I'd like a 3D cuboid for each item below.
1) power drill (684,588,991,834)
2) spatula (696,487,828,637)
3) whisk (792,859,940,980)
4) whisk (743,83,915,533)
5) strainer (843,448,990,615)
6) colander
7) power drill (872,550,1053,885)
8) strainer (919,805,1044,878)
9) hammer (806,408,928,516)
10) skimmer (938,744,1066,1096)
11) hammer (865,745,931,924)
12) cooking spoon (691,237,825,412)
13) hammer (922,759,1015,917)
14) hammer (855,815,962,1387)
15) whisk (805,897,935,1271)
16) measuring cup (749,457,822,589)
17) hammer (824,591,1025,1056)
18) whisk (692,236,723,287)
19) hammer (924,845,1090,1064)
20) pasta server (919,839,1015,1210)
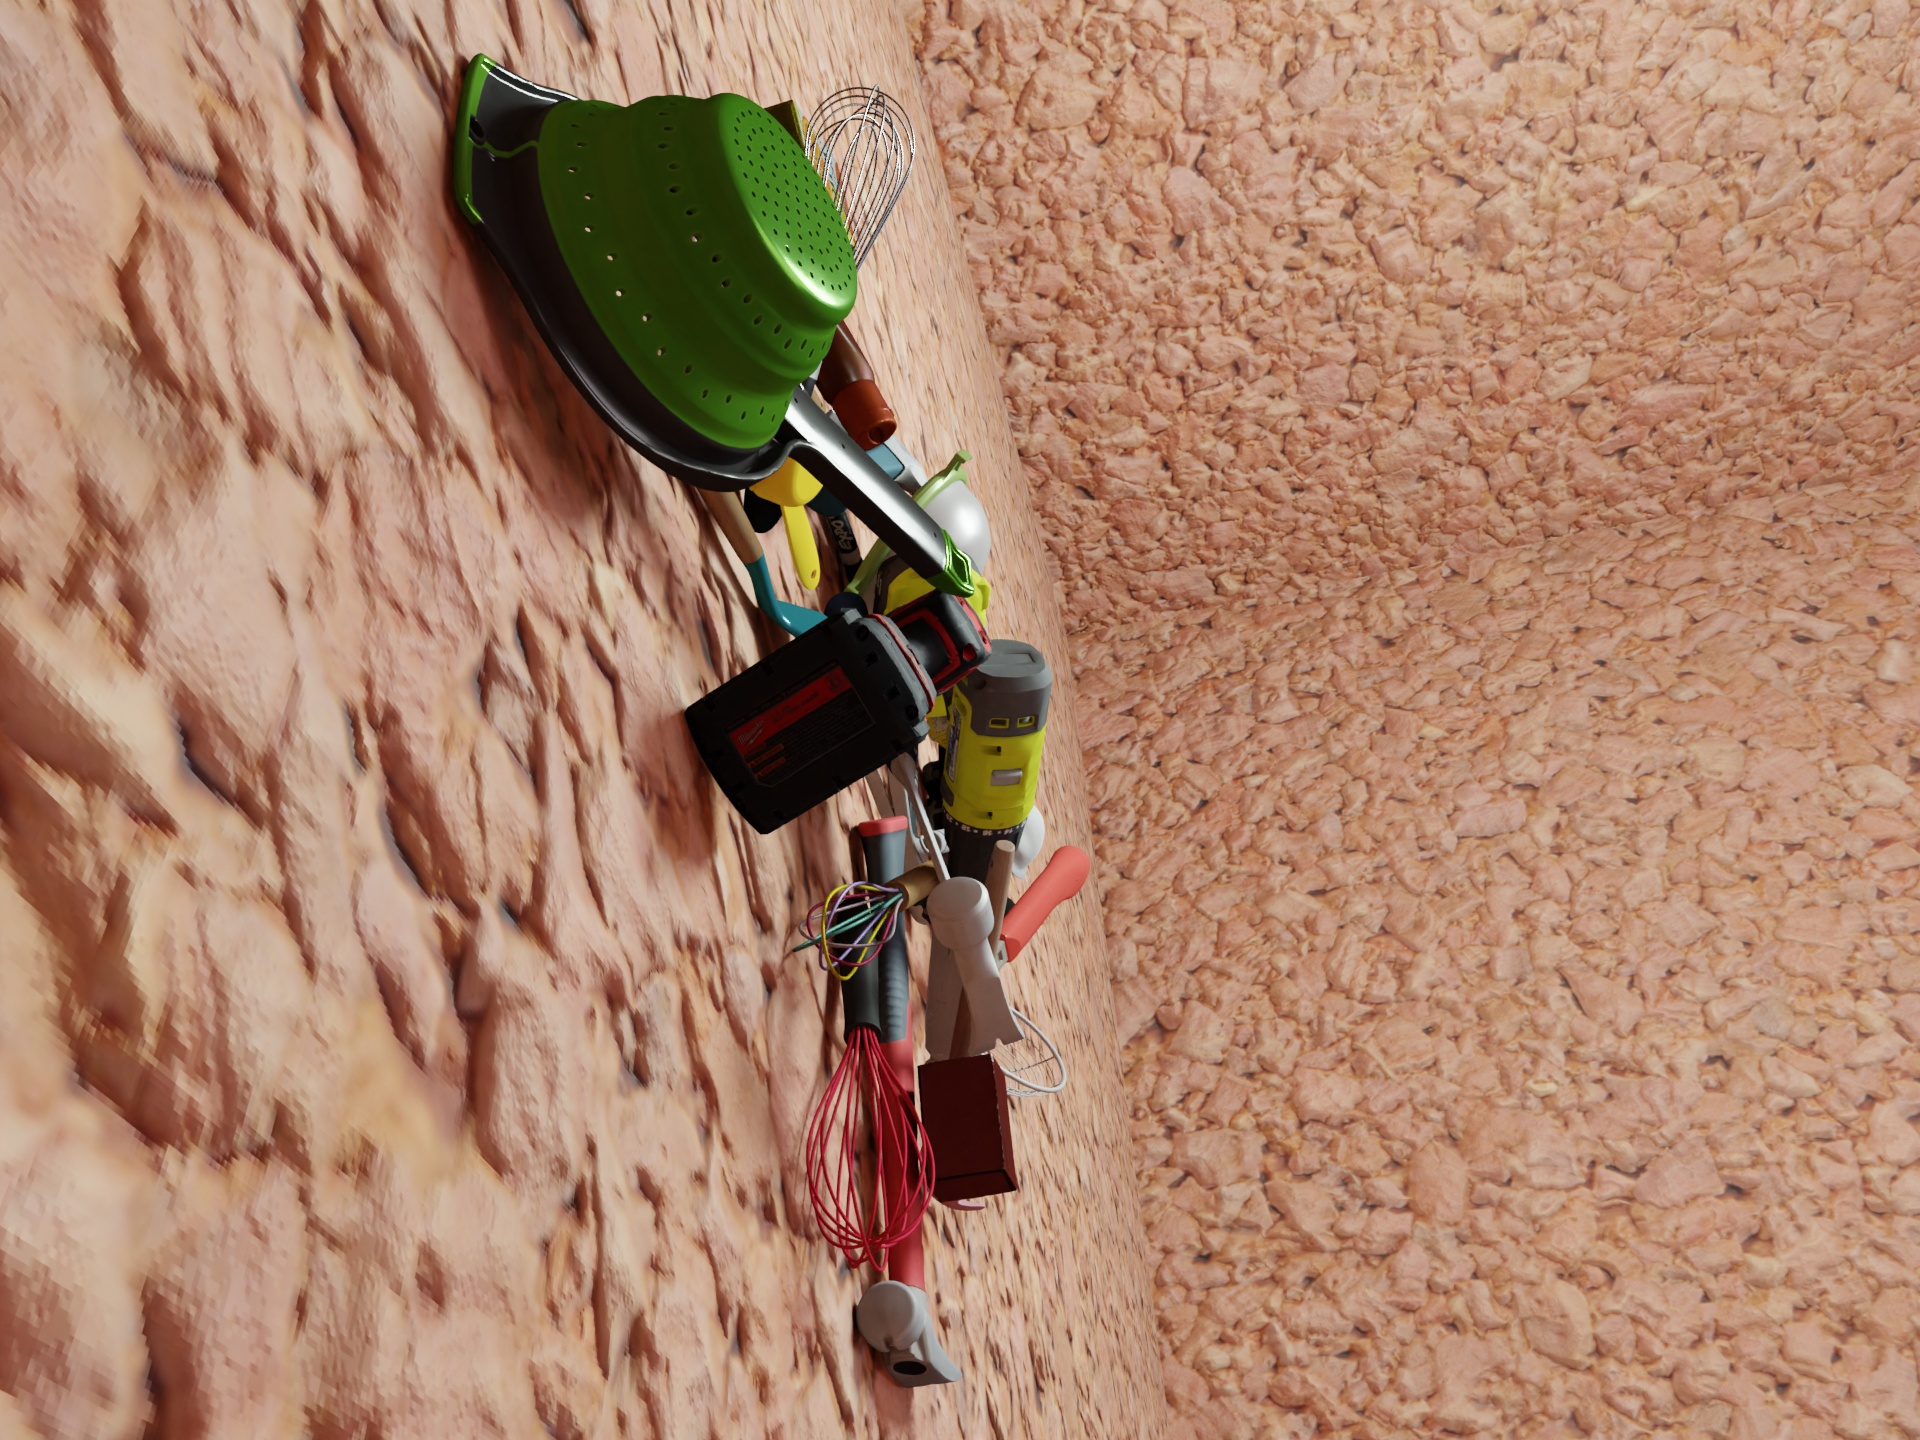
[{"bbox_3d":[-0.066,-0.013,0.901,0.078,0.143,0.220,58,14,-3],"label":"power drill"},{"bbox_3d":[-0.125,-0.122,0.937,0.082,0.044,0.317,46,-11,37],"label":"spatula"},{"bbox_3d":[-0.050,0.121,1.016,0.047,0.051,0.245,54,14,6],"label":"whisk"},{"bbox_3d":[-0.090,-0.255,0.996,0.070,0.070,0.284,-36,142,-81],"label":"whisk"},{"bbox_3d":[-0.021,-0.113,1.310,0.069,0.151,0.256,37,-8,8],"label":"strainer"},{"bbox_3d":[-0.070,-0.181,0.790,0.396,0.094,0.205,39,35,-47],"label":"colander"},{"bbox_3d":[-0.002,-0.004,1.130,0.229,0.080,0.190,-116,-153,-53],"label":"power drill"},{"bbox_3d":[0.022,0.095,1.325,0.258,0.050,0.087,-1,71,-67],"label":"strainer"},{"bbox_3d":[-0.075,-0.191,1.219,0.128,0.033,0.331,48,14,-5],"label":"hammer"},{"bbox_3d":[0.025,0.145,1.381,0.127,0.090,0.363,19,60,-48],"label":"skimmer"},{"bbox_3d":[-0.045,-0.018,1.395,0.409,0.036,0.149,-92,167,-50],"label":"hammer"},{"bbox_3d":[-0.144,-0.286,1.114,0.318,0.017,0.069,54,26,-71],"label":"cooking spoon"},{"bbox_3d":[0.019,0.165,1.588,0.334,0.035,0.146,62,18,-64],"label":"hammer"},{"bbox_3d":[-0.040,0.238,1.066,0.143,0.038,0.387,71,12,-53],"label":"hammer"},{"bbox_3d":[-0.057,0.201,0.946,0.296,0.073,0.073,-100,175,-58],"label":"whisk"},{"bbox_3d":[-0.095,-0.129,1.002,0.062,0.029,0.156,-55,157,-26],"label":"measuring cup"},{"bbox_3d":[-0.034,0.042,1.032,0.406,0.035,0.143,-113,-173,-52],"label":"hammer"},{"bbox_3d":[-0.136,-0.250,1.029,0.246,0.059,0.058,74,23,-63],"label":"whisk"},{"bbox_3d":[0.045,0.161,1.278,0.359,0.037,0.149,-37,134,-67],"label":"hammer"},{"bbox_3d":[0.010,0.212,1.067,0.060,0.040,0.316,50,-42,49],"label":"pasta server"}]
